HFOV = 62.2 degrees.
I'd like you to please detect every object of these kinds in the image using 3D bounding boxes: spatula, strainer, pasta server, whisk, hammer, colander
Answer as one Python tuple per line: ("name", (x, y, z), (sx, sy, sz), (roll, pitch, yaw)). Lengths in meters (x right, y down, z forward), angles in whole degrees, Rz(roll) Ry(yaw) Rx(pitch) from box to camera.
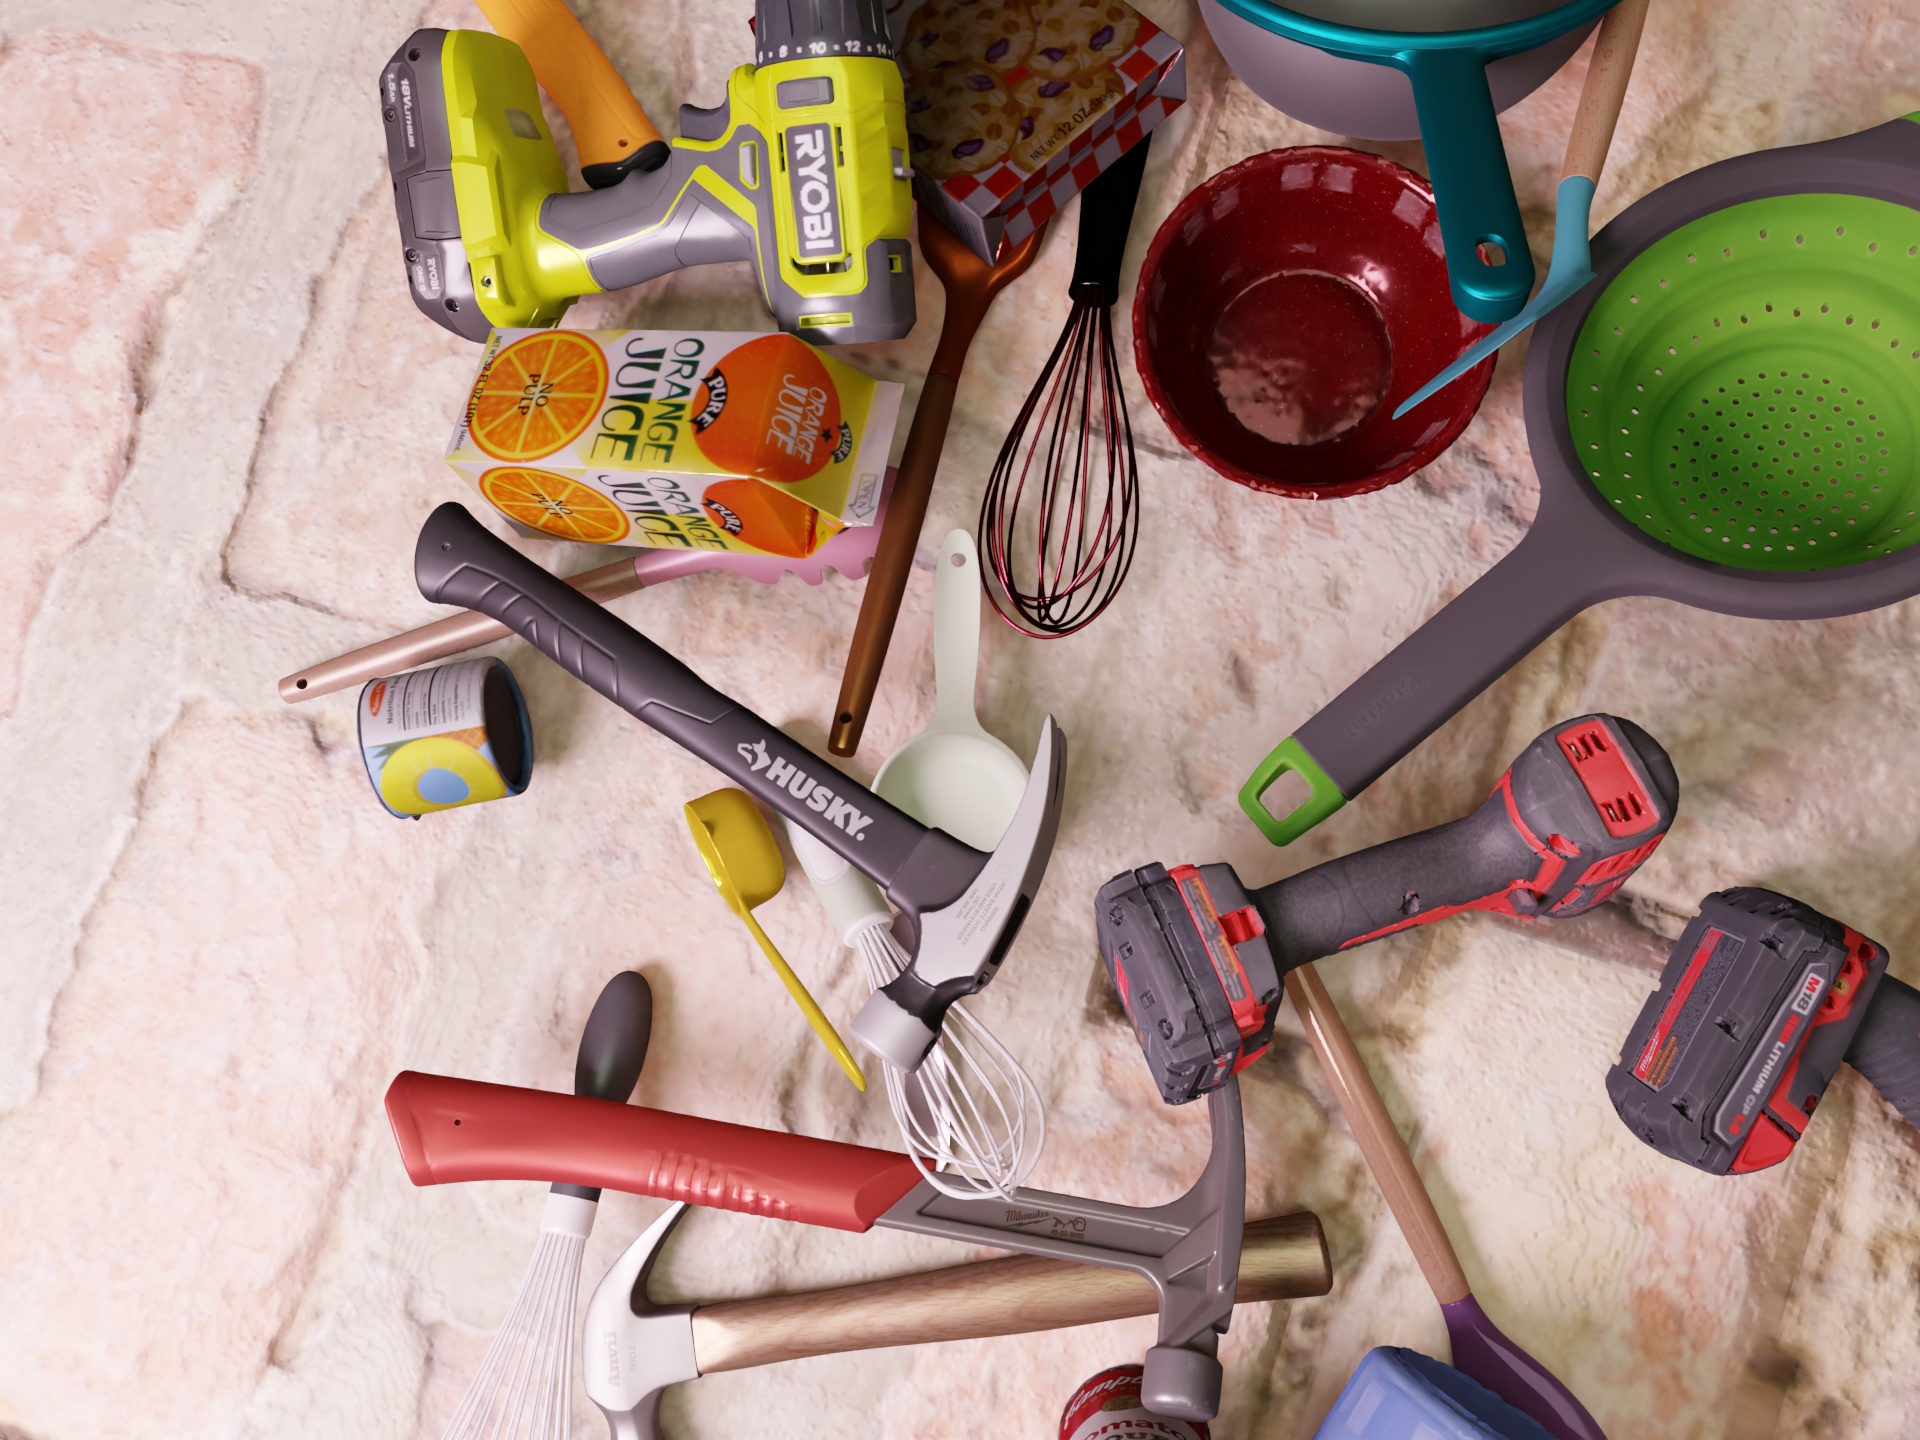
("spatula", (-0.016, -0.138, 0.723), (0.081, 0.041, 0.323), (10, 72, 11))
("strainer", (0.193, -0.273, 0.674), (0.211, 0.095, 0.341), (-2, 59, 4))
("pasta server", (-0.174, -0.060, 0.754), (0.316, 0.040, 0.060), (-18, 83, 6))
("whisk", (0.059, -0.178, 0.734), (0.073, 0.073, 0.296), (8, 78, 5))
("whisk", (-0.036, 0.096, 0.681), (0.058, 0.059, 0.247), (-34, 60, 2))
("hammer", (-0.244, -0.400, 0.790), (0.127, 0.034, 0.337), (-37, 83, 1))
("whisk", (-0.178, 0.246, 0.684), (0.070, 0.070, 0.285), (9, 68, 5))
("hammer", (-0.108, -0.006, 0.675), (0.335, 0.035, 0.146), (33, 83, 21))
("spatula", (0.206, 0.227, 0.694), (0.060, 0.018, 0.316), (-29, 81, 22))
("hammer", (-0.004, 0.255, 0.703), (0.331, 0.031, 0.130), (-9, 84, 3))
("spatula", (0.265, -0.256, 0.689), (0.044, 0.082, 0.318), (29, 66, -13))
("colander", (0.286, -0.076, 0.681), (0.397, 0.094, 0.205), (-41, 63, 7))
("hammer", (-0.060, 0.185, 0.671), (0.359, 0.036, 0.149), (10, 58, 2))

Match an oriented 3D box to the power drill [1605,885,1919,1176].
("power drill", (0.392, 0.190, 0.658), (0.226, 0.080, 0.188), (27, 93, 2))

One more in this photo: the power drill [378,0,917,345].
("power drill", (-0.133, -0.259, 0.704), (0.228, 0.080, 0.190), (0, 105, 16))

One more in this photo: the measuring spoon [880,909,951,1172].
("measuring spoon", (-0.016, 0.146, 0.726), (0.034, 0.018, 0.124), (-4, 90, 4))

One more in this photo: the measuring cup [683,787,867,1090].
("measuring cup", (-0.073, 0.092, 0.697), (0.029, 0.062, 0.157), (-28, 63, -19))

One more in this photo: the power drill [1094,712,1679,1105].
("power drill", (0.170, 0.076, 0.647), (0.219, 0.143, 0.079), (-21, 68, -2))

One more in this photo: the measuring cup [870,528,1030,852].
("measuring cup", (-0.001, -0.002, 0.728), (0.083, 0.038, 0.168), (1, 82, 4))
